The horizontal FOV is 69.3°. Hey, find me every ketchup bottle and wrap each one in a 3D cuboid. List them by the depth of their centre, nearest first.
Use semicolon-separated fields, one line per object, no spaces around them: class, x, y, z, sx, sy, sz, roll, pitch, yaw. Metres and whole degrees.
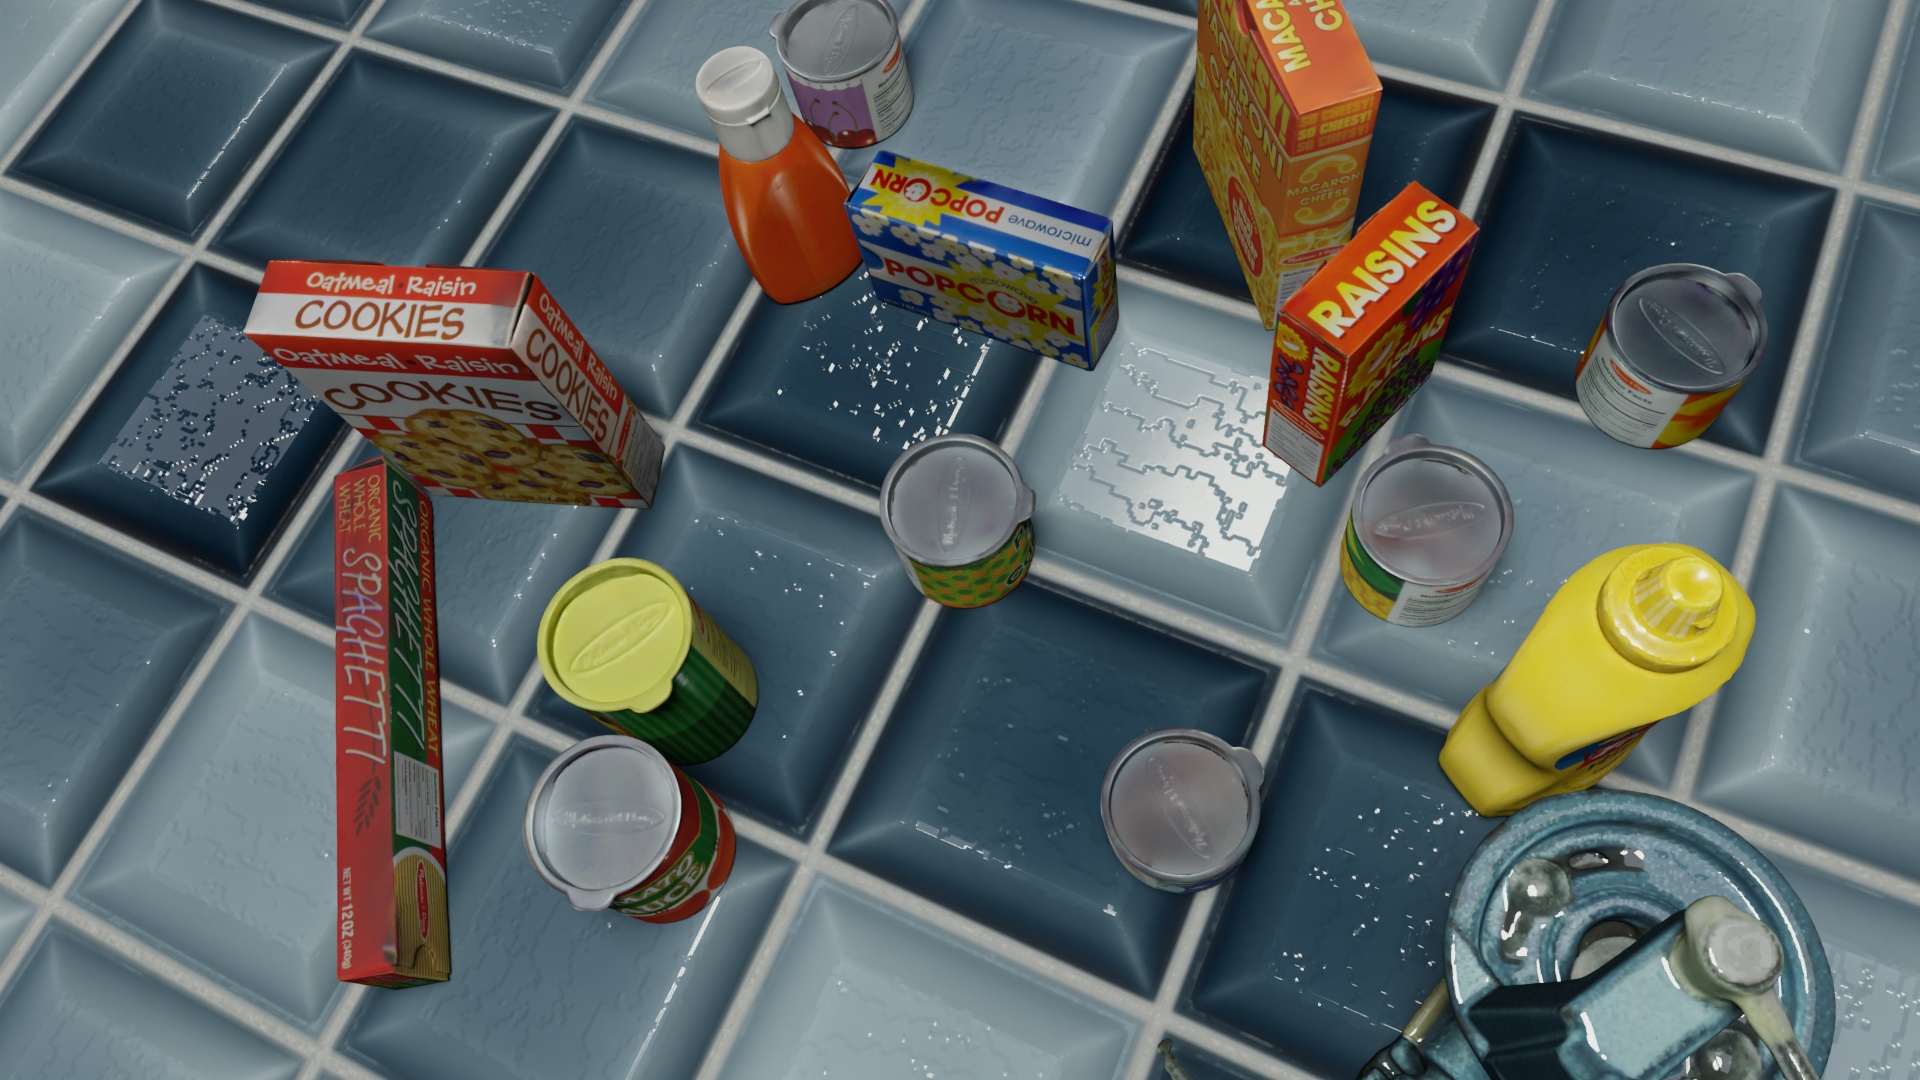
ketchup bottle;-0.090;-0.178;0.684;0.065;0.148;0.043;-33;67;-6

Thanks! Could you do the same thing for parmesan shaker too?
parmesan shaker;-0.134;0.059;0.615;0.071;0.102;0.071;-3;67;7

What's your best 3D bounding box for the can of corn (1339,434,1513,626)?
can of corn;0.204;-0.003;0.616;0.071;0.058;0.071;-3;67;7

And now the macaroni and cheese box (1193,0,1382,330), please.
macaroni and cheese box;0.145;-0.194;0.647;0.040;0.166;0.124;-16;66;2

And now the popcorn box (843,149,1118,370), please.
popcorn box;0.014;-0.137;0.687;0.127;0.085;0.038;21;72;16

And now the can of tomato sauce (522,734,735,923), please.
can of tomato sauce;-0.139;0.128;0.597;0.071;0.083;0.071;-3;67;7

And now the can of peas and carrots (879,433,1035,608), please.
can of peas and carrots;0.002;-0.008;0.648;0.071;0.058;0.071;-3;67;7

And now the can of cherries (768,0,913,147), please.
can of cherries;-0.065;-0.261;0.766;0.071;0.058;0.072;-3;67;7

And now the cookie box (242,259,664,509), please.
cookie box;-0.226;-0.069;0.648;0.123;0.167;0.040;4;68;10

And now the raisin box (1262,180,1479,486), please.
raisin box;0.179;-0.088;0.620;0.086;0.123;0.040;-43;68;-10

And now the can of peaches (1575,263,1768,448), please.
can of peaches;0.323;-0.084;0.633;0.071;0.058;0.071;-3;67;7

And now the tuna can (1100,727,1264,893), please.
tuna can;0.096;0.115;0.595;0.071;0.032;0.071;-3;67;7

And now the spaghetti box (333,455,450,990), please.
spaghetti box;-0.269;0.081;0.654;0.029;0.050;0.251;-13;66;3
